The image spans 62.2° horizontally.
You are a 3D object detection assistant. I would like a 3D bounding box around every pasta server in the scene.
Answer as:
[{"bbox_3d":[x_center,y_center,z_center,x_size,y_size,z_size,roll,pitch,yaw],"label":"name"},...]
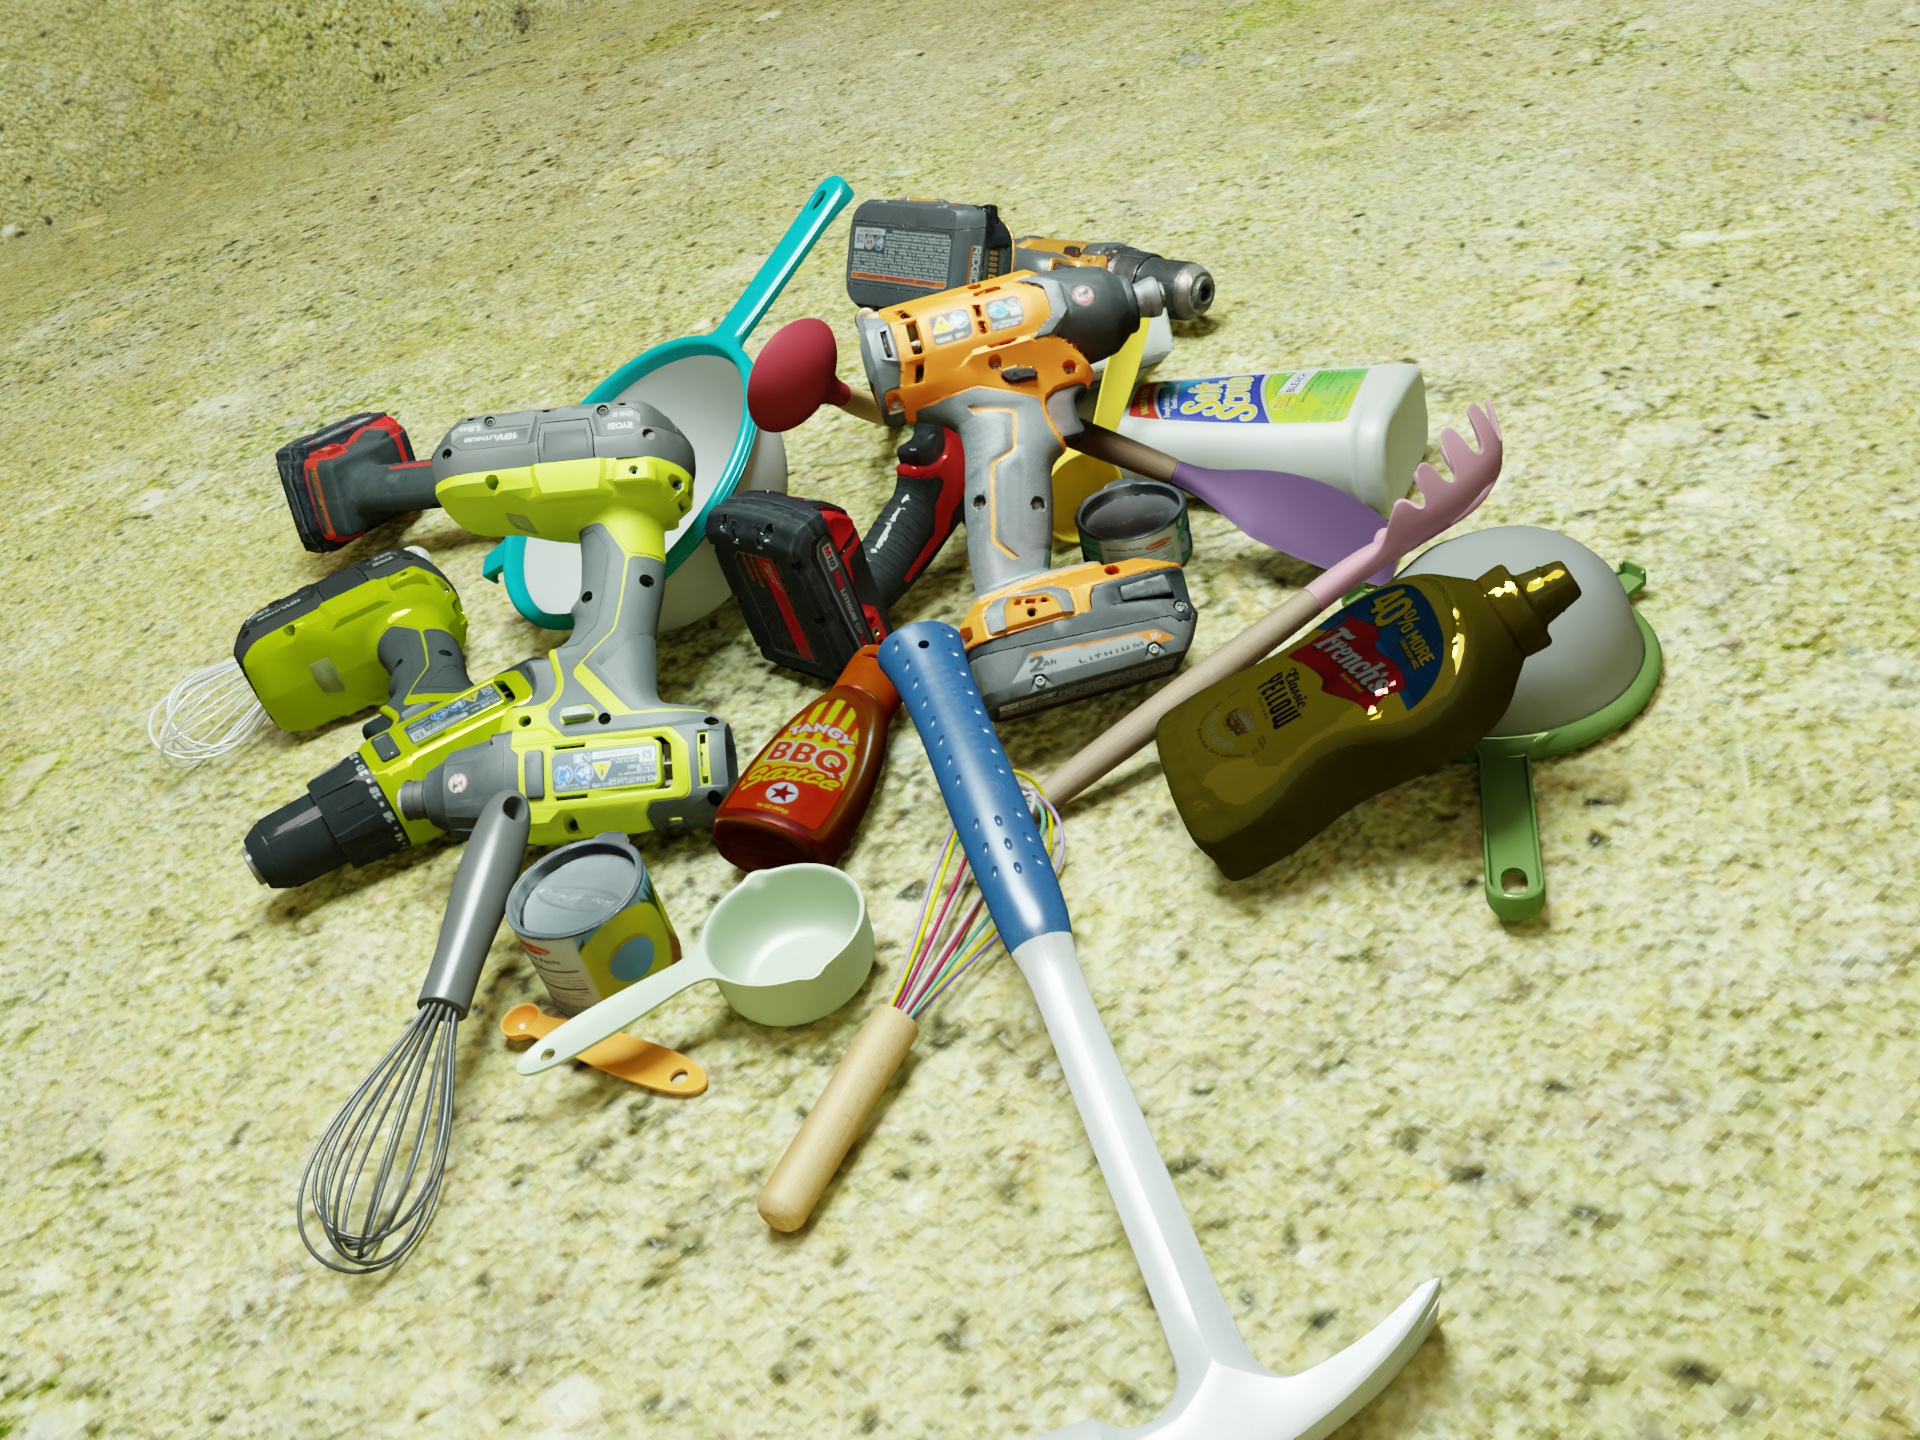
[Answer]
[{"bbox_3d":[0.147,-0.049,0.785,0.316,0.060,0.040,-36,80,-4],"label":"pasta server"}]

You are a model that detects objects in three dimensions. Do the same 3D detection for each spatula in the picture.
[{"bbox_3d":[0.095,-0.149,0.885,0.316,0.018,0.060,21,58,1],"label":"spatula"}]

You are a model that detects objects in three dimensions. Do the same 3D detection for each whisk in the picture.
[{"bbox_3d":[-0.436,-0.049,1.055,0.058,0.059,0.246,25,43,11],"label":"whisk"},{"bbox_3d":[-0.234,0.127,0.709,0.055,0.055,0.239,-5,49,15],"label":"whisk"},{"bbox_3d":[-0.021,0.110,0.688,0.051,0.047,0.245,9,46,29],"label":"whisk"}]

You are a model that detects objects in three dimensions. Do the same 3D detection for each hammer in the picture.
[{"bbox_3d":[0.042,0.097,0.634,0.144,0.035,0.406,-18,46,-4],"label":"hammer"}]

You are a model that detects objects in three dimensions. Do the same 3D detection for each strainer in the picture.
[{"bbox_3d":[0.248,-0.019,0.732,0.151,0.069,0.257,-3,37,17],"label":"strainer"},{"bbox_3d":[-0.147,-0.183,1.008,0.211,0.095,0.340,25,79,46],"label":"strainer"}]

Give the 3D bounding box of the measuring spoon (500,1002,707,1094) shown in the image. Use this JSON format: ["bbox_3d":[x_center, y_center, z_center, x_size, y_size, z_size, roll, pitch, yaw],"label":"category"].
[{"bbox_3d":[-0.161,0.150,0.718,0.117,0.011,0.021,11,44,27],"label":"measuring spoon"}]

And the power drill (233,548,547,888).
[{"bbox_3d":[-0.342,-0.002,0.931,0.190,0.080,0.229,-30,41,-20],"label":"power drill"}]

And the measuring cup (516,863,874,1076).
[{"bbox_3d":[-0.115,0.124,0.711,0.167,0.038,0.083,-28,38,-12],"label":"measuring cup"}]

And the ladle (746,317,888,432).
[{"bbox_3d":[-0.072,-0.203,1.005,0.031,0.069,0.315,31,10,4],"label":"ladle"}]

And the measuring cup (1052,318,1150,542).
[{"bbox_3d":[0.082,-0.185,0.955,0.062,0.156,0.029,6,19,-30],"label":"measuring cup"}]

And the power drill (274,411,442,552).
[{"bbox_3d":[-0.358,-0.188,1.173,0.227,0.080,0.188,-1,25,17],"label":"power drill"}]

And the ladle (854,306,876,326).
[{"bbox_3d":[-0.038,-0.243,1.026,0.078,0.062,0.320,-12,3,7],"label":"ladle"}]

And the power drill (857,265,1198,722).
[{"bbox_3d":[0.051,-0.128,0.833,0.164,0.084,0.226,-16,81,0],"label":"power drill"}]

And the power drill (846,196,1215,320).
[{"bbox_3d":[0.055,-0.319,1.138,0.185,0.084,0.226,20,20,40],"label":"power drill"}]

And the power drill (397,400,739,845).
[{"bbox_3d":[-0.211,-0.047,0.841,0.171,0.080,0.223,-6,75,-1],"label":"power drill"}]

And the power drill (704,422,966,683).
[{"bbox_3d":[-0.037,-0.134,0.932,0.079,0.143,0.220,17,50,40],"label":"power drill"}]
